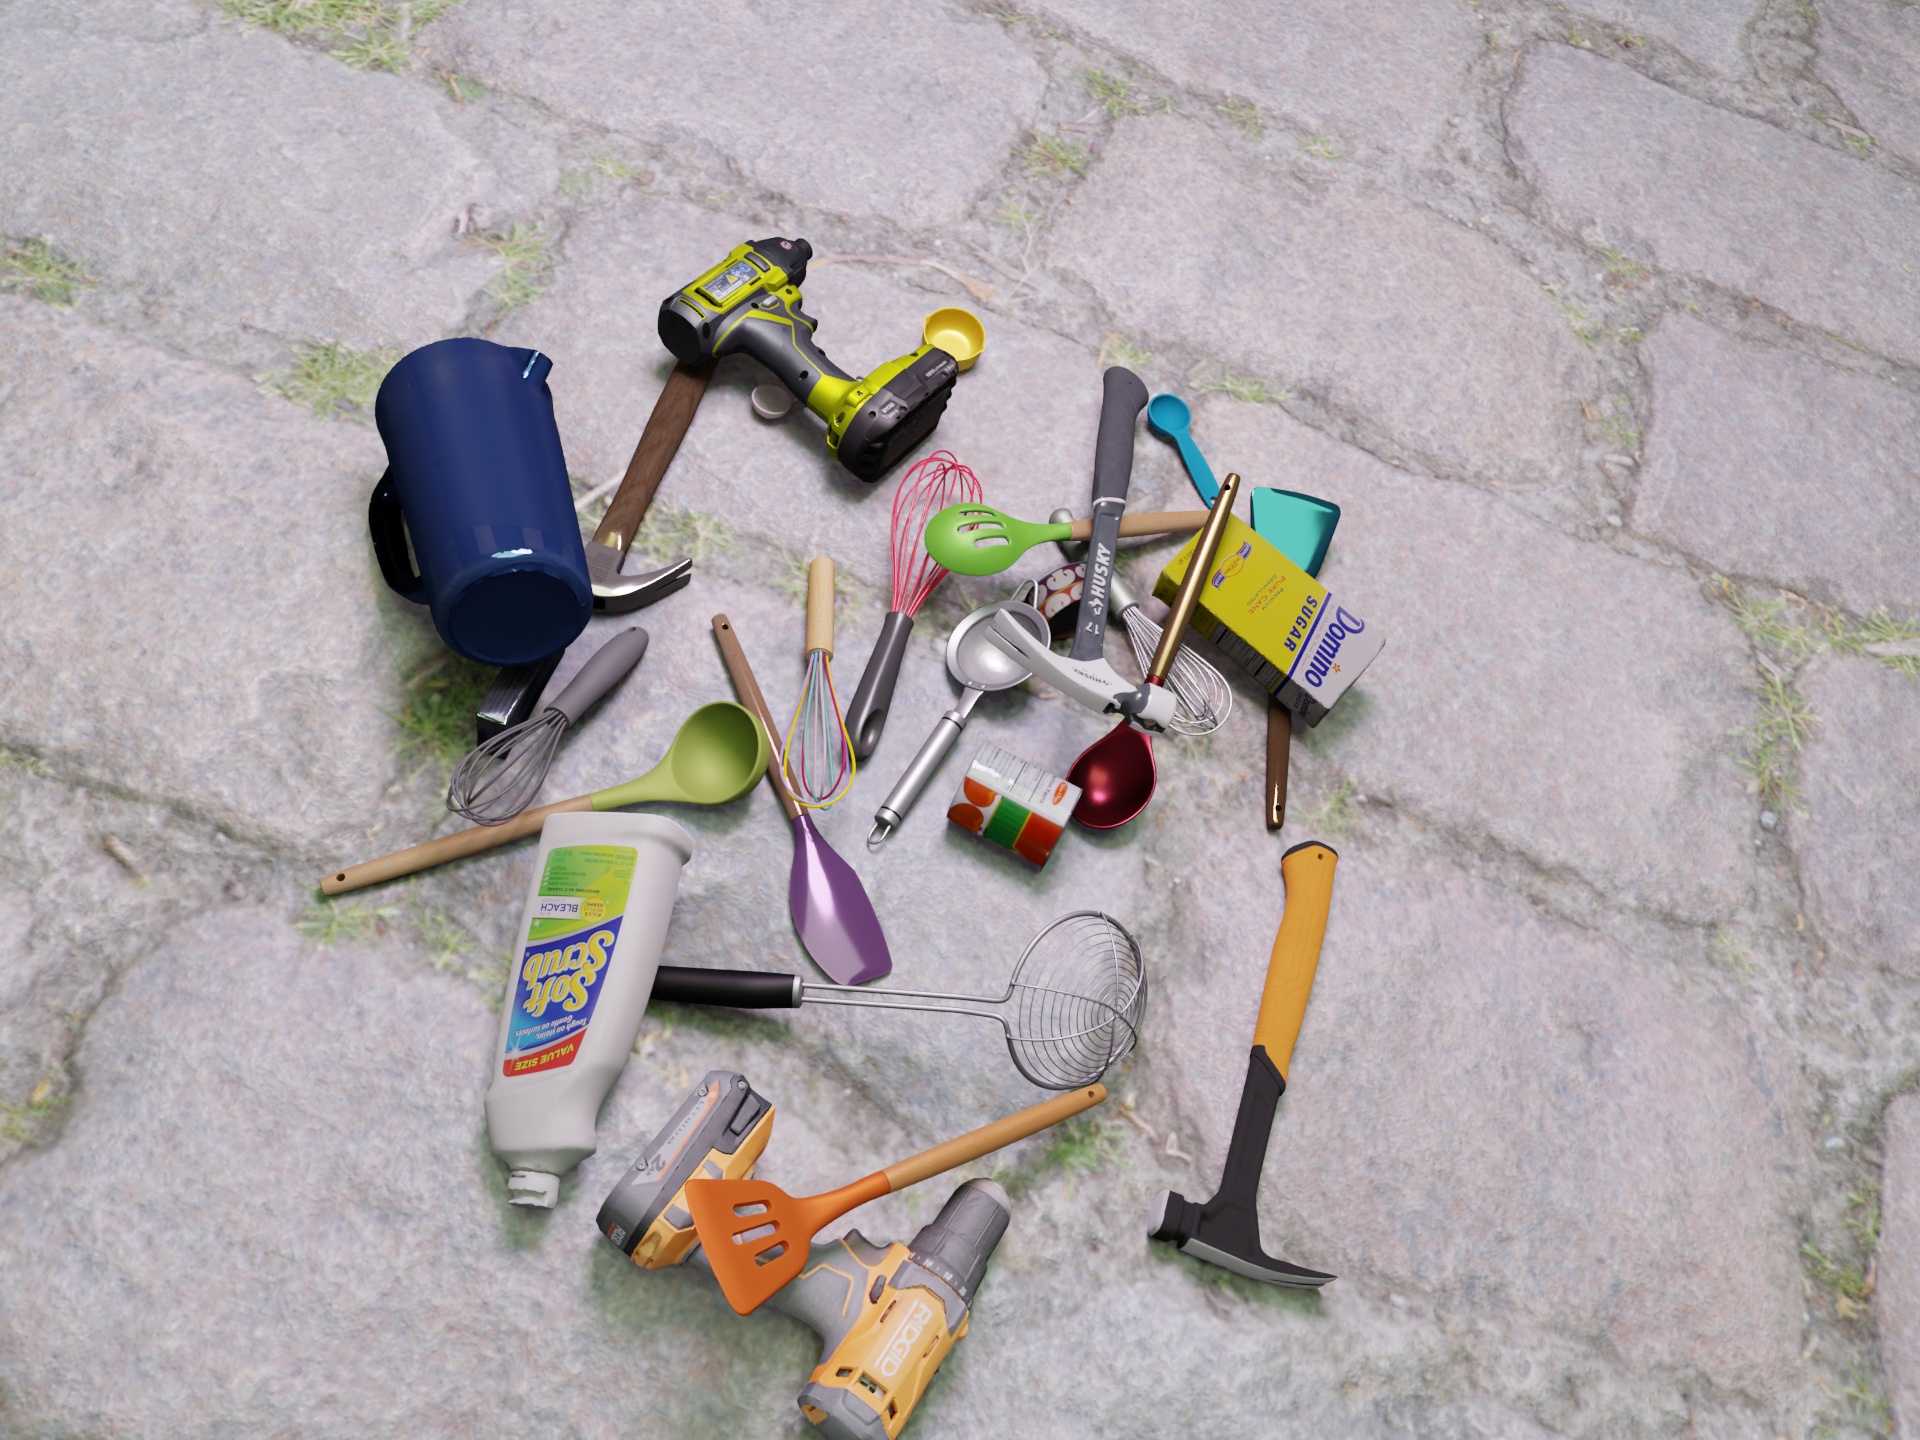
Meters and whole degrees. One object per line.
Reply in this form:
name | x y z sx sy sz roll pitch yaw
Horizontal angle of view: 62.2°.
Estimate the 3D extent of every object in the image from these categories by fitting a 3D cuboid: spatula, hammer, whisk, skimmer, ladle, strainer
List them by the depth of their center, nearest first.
spatula | -0.025 0.277 0.989 0.322 0.041 0.081 -12 64 -37
skimmer | -0.049 0.186 1.106 0.363 0.090 0.127 4 96 1
ladle | -0.287 0.061 1.118 0.320 0.062 0.078 -18 63 -20
whisk | -0.286 -0.003 1.136 0.055 0.055 0.239 28 41 4
hammer | 0.236 0.235 1.153 0.127 0.034 0.337 21 57 0
spatula | -0.130 0.052 1.182 0.059 0.018 0.316 -13 65 -24
whisk | -0.104 -0.032 1.218 0.051 0.047 0.245 42 34 -42
strainer | -0.002 -0.004 1.235 0.087 0.050 0.258 18 59 30
ladle | 0.162 -0.057 1.256 0.069 0.031 0.315 19 77 20
whisk | -0.042 -0.096 1.269 0.073 0.073 0.296 19 63 -2
hammer | 0.113 -0.163 1.288 0.149 0.036 0.409 23 45 -12
hammer | -0.248 -0.223 1.310 0.130 0.031 0.332 18 57 -2
whisk | 0.143 -0.086 1.317 0.059 0.057 0.247 -34 65 3
spatula | 0.271 -0.055 1.329 0.082 0.044 0.318 12 59 -5

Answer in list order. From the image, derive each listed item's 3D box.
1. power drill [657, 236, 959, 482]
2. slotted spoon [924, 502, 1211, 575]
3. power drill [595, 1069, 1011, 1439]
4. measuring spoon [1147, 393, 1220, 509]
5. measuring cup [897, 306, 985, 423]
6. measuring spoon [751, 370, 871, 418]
power drill | -0.120 -0.318 1.349 0.223 0.080 0.171 38 55 7
slotted spoon | 0.107 -0.161 1.324 0.313 0.031 0.070 -9 63 -35
power drill | -0.089 0.318 1.000 0.226 0.084 0.185 37 55 5
measuring spoon | 0.205 -0.238 1.443 0.042 0.021 0.129 -18 75 -23
measuring cup | -0.030 -0.302 1.420 0.062 0.029 0.156 29 69 1
measuring spoon | -0.128 -0.285 1.389 0.124 0.018 0.034 -21 67 -31
